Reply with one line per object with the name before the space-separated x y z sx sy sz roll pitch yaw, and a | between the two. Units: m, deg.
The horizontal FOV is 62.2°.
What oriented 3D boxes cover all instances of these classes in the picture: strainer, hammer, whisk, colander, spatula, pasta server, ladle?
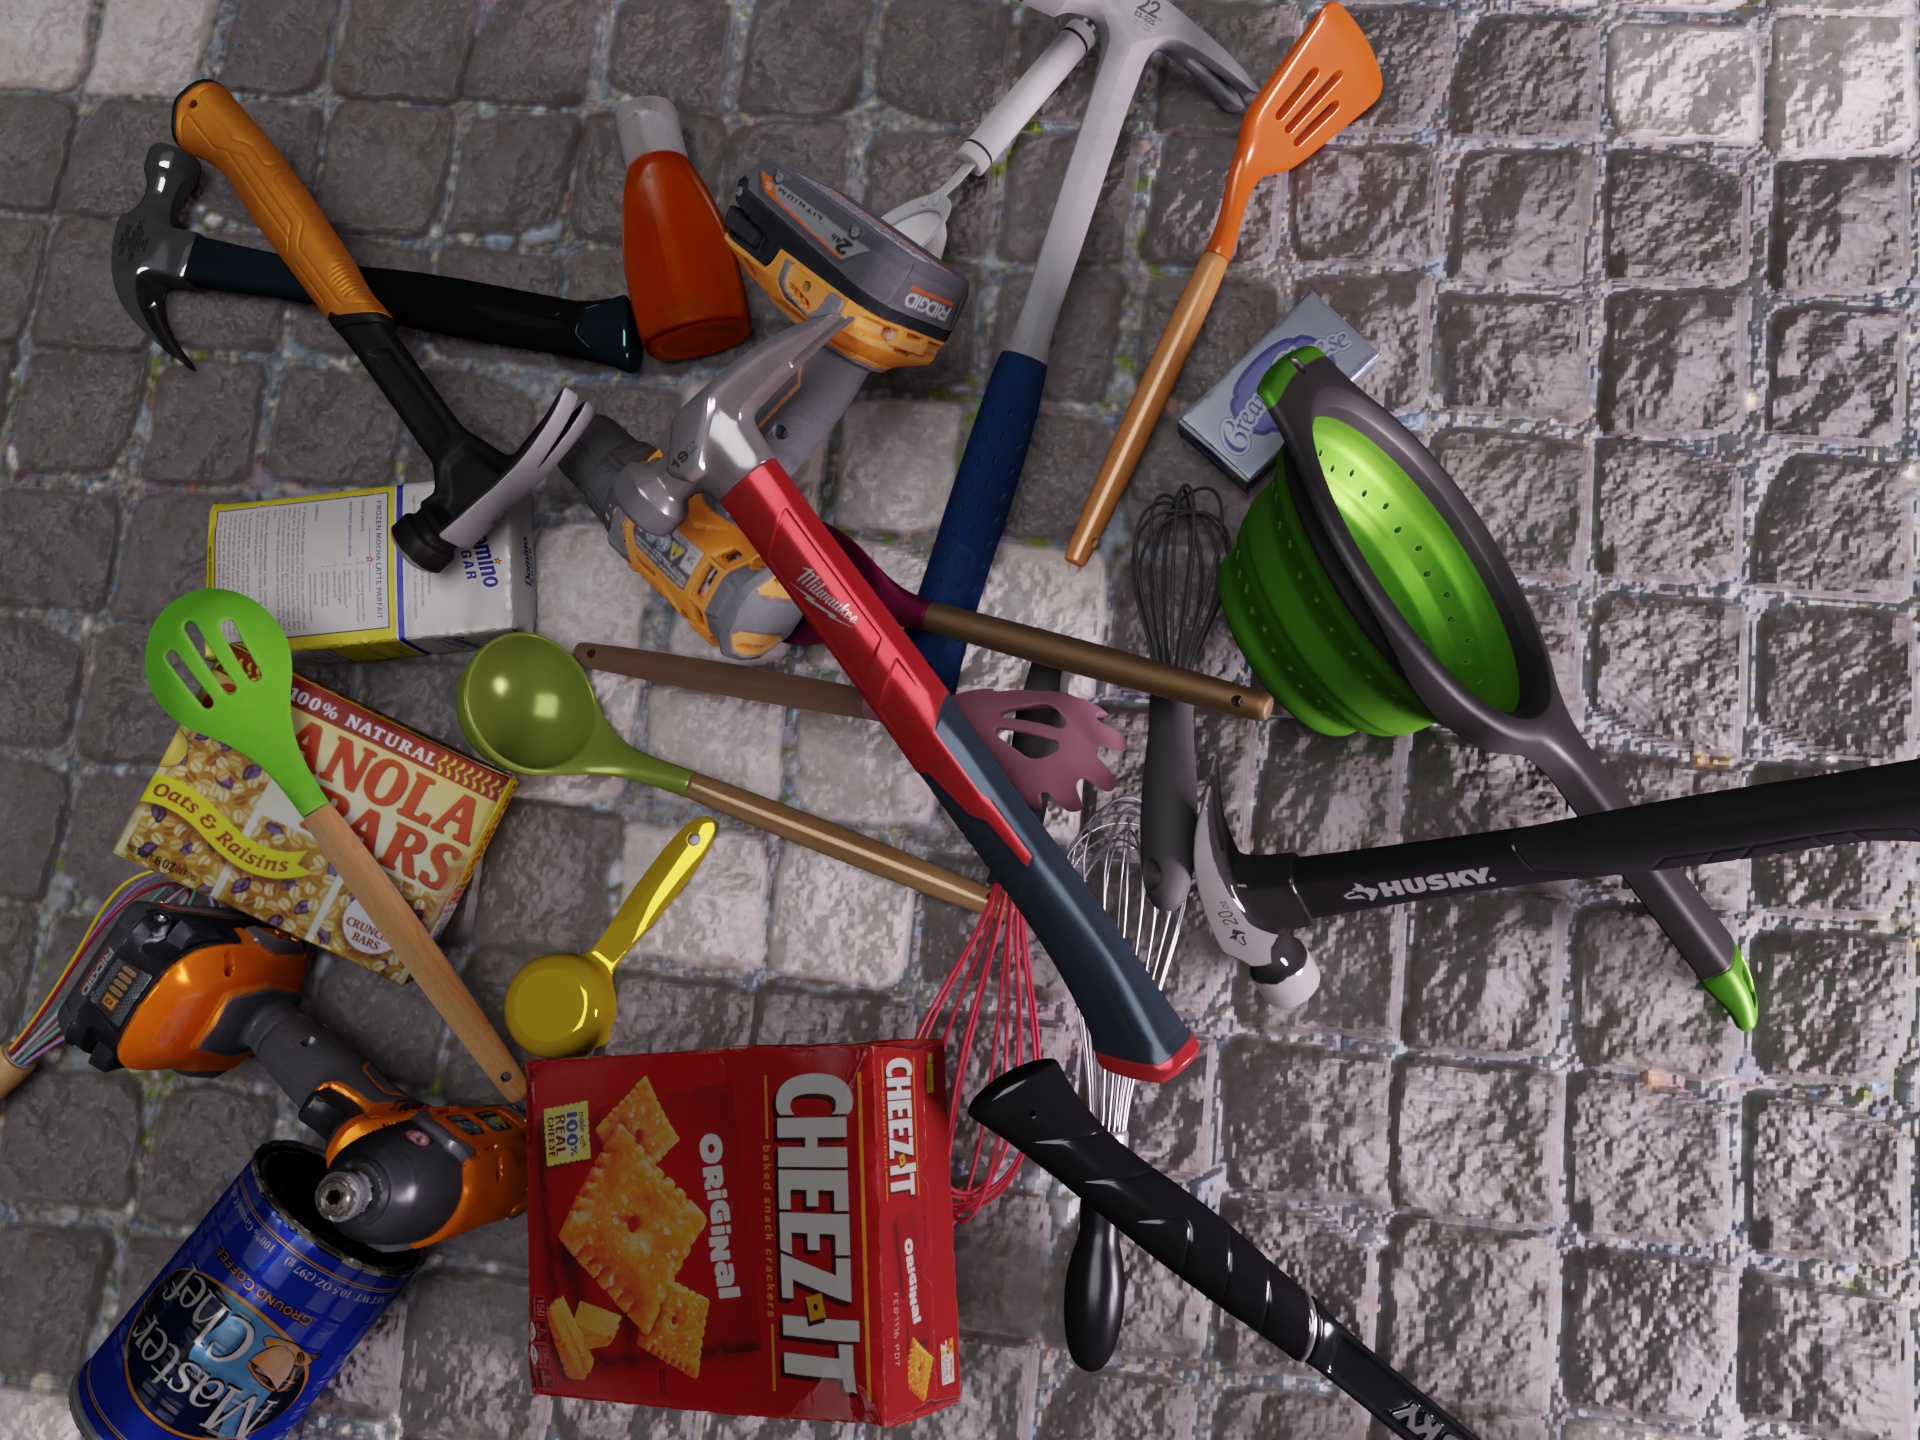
strainer | 0.005 -0.310 0.898 0.258 0.050 0.087 -51 35 -9
hammer | 0.261 0.053 0.697 0.335 0.146 0.035 -13 36 30
hammer | 0.044 -0.204 0.862 0.144 0.035 0.405 19 87 -16
hammer | -0.342 -0.251 0.930 0.331 0.033 0.128 12 81 8
whisk | 0.021 0.102 0.800 0.073 0.073 0.296 9 77 8
whisk | -0.502 0.166 0.869 0.245 0.047 0.051 -43 52 2
colander | 0.244 0.005 0.787 0.094 0.204 0.397 -35 94 34
whisk | 0.110 -0.018 0.803 0.055 0.055 0.239 2 64 7
spatula | 0.136 -0.229 0.865 0.041 0.081 0.322 23 87 38
pasta server | -0.069 -0.009 0.828 0.316 0.040 0.060 10 72 24
hammer | -0.001 -0.002 0.746 0.143 0.038 0.386 -37 88 21
ladle | -0.119 0.037 0.843 0.320 0.062 0.078 21 54 6
whisk | 0.076 0.180 0.798 0.070 0.070 0.284 4 86 7
hammer | -0.339 -0.243 0.884 0.127 0.034 0.337 -41 74 7
hammer | 0.171 0.297 0.735 0.409 0.036 0.149 39 89 -1

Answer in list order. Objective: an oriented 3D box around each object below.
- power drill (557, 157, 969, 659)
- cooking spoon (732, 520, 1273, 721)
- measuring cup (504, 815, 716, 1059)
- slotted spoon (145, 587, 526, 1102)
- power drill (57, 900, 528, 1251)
power drill | -0.117 -0.172 0.833 0.185 0.084 0.226 42 111 27
cooking spoon | 0.007 -0.046 0.806 0.319 0.017 0.069 17 94 27
measuring cup | -0.184 0.113 0.849 0.062 0.029 0.156 37 86 11
slotted spoon | -0.315 0.067 0.821 0.070 0.031 0.313 -35 94 -11
power drill | -0.326 0.179 0.787 0.226 0.164 0.084 31 87 13
